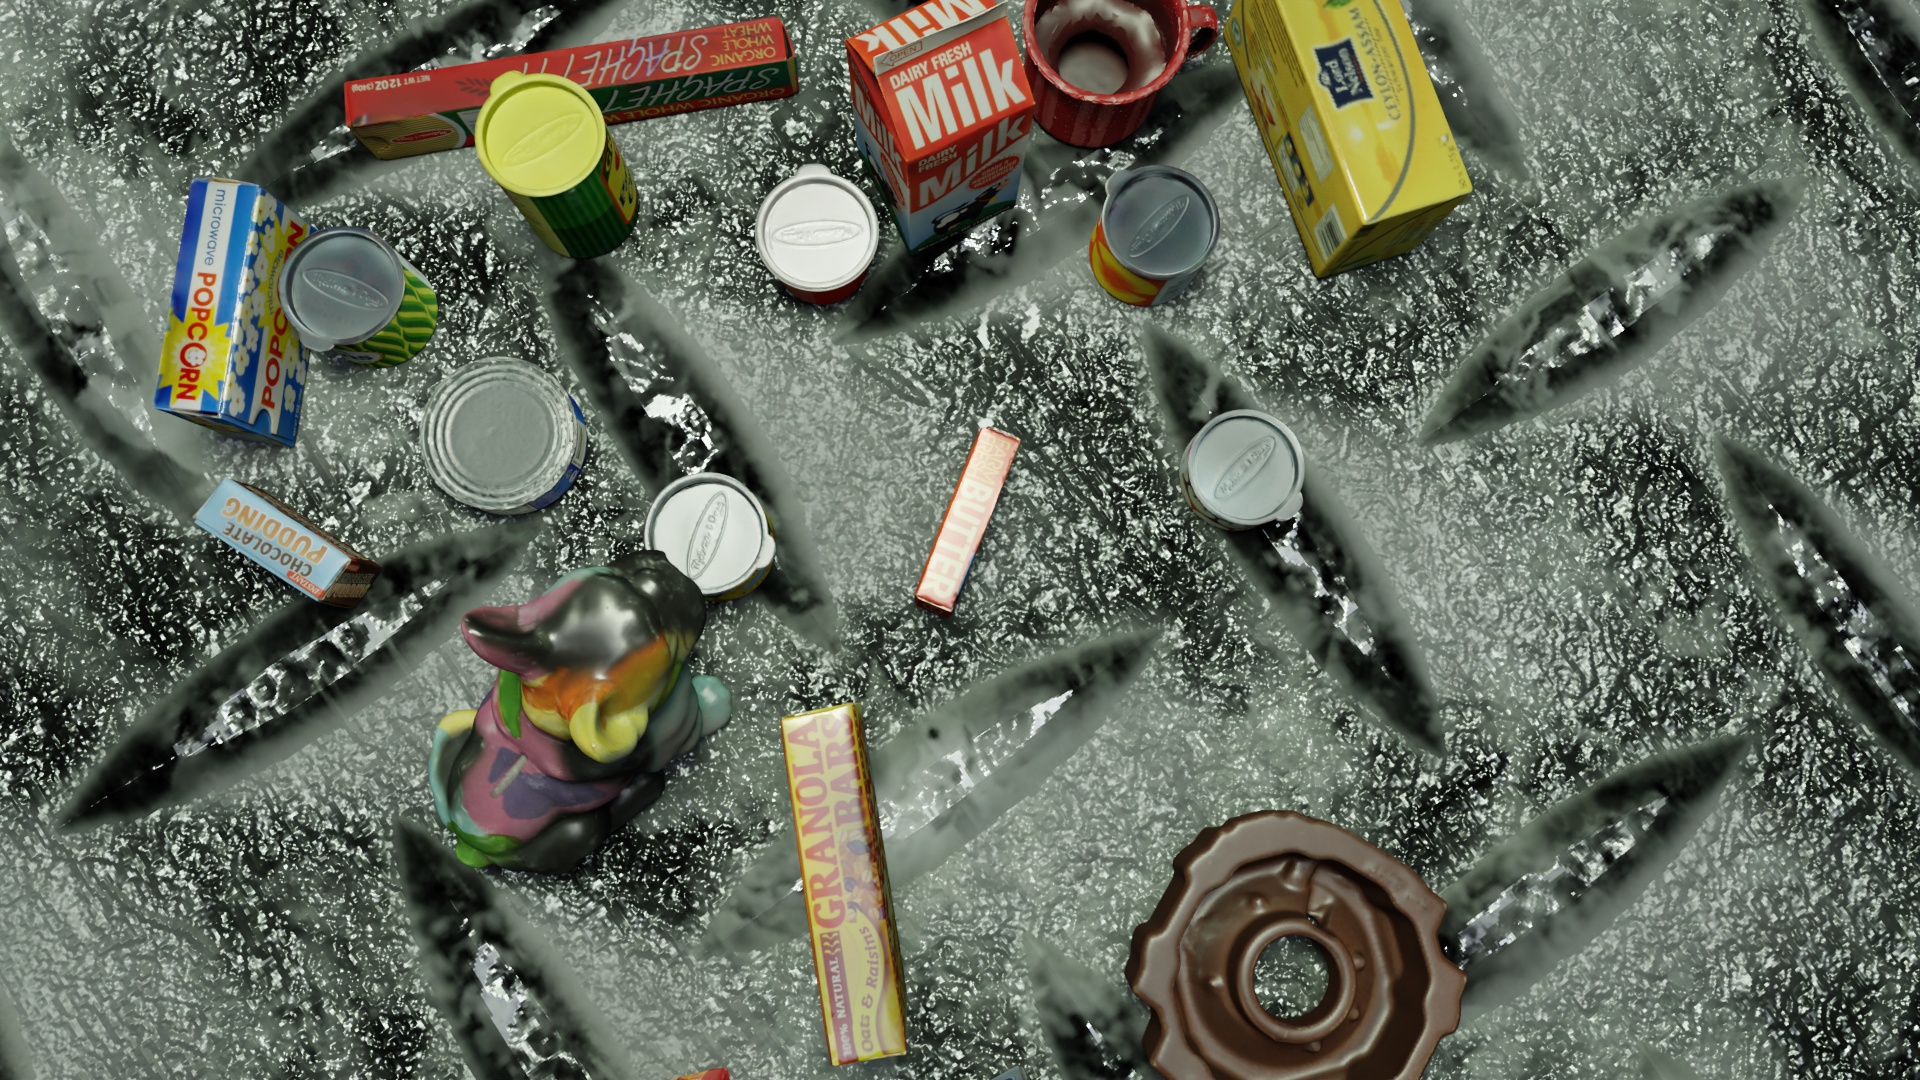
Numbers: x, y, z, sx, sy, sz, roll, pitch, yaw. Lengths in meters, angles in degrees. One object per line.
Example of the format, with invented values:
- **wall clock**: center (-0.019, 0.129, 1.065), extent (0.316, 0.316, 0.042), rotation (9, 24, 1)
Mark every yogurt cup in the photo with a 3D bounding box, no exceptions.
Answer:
- **yogurt cup**: center (-0.080, -0.168, 0.789), extent (0.072, 0.054, 0.072), rotation (0, 83, -2)

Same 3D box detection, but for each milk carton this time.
- **milk carton**: center (-0.012, -0.223, 0.730), extent (0.072, 0.190, 0.073), rotation (-26, 85, -5)

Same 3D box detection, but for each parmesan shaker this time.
- **parmesan shaker**: center (-0.219, -0.205, 0.763), extent (0.071, 0.103, 0.071), rotation (0, 83, -2)

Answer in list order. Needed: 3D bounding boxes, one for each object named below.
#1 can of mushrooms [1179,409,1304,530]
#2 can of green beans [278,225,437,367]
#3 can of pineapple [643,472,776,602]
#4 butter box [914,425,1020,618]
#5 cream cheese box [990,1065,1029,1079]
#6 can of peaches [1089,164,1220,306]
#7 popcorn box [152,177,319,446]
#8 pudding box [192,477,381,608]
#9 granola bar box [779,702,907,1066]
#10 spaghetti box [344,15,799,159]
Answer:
- **can of mushrooms**: center (0.161, -0.038, 0.793), extent (0.071, 0.033, 0.071), rotation (0, 83, -2)
- **can of green beans**: center (-0.333, -0.134, 0.772), extent (0.071, 0.057, 0.071), rotation (0, 83, -2)
- **can of pineapple**: center (-0.135, 0.001, 0.764), extent (0.071, 0.058, 0.071), rotation (0, 83, -2)
- **butter box**: center (0.003, -0.010, 0.773), extent (0.024, 0.053, 0.103), rotation (22, 83, 0)
- **cream cheese box**: center (-0.006, 0.317, 0.732), extent (0.104, 0.053, 0.024), rotation (-26, 85, -5)
- **can of peaches**: center (0.108, -0.175, 0.796), extent (0.071, 0.058, 0.071), rotation (0, 83, -2)
- **popcorn box**: center (-0.388, -0.121, 0.754), extent (0.038, 0.085, 0.127), rotation (6, 83, -2)
- **pudding box**: center (-0.366, 0.002, 0.757), extent (0.084, 0.049, 0.030), rotation (33, 83, 2)
- **granola bar box**: center (-0.059, 0.168, 0.712), extent (0.039, 0.124, 0.165), rotation (-9, 84, -3)
- **spaghetti box**: center (-0.218, -0.259, 0.796), extent (0.250, 0.050, 0.028), rotation (-10, 84, -4)
